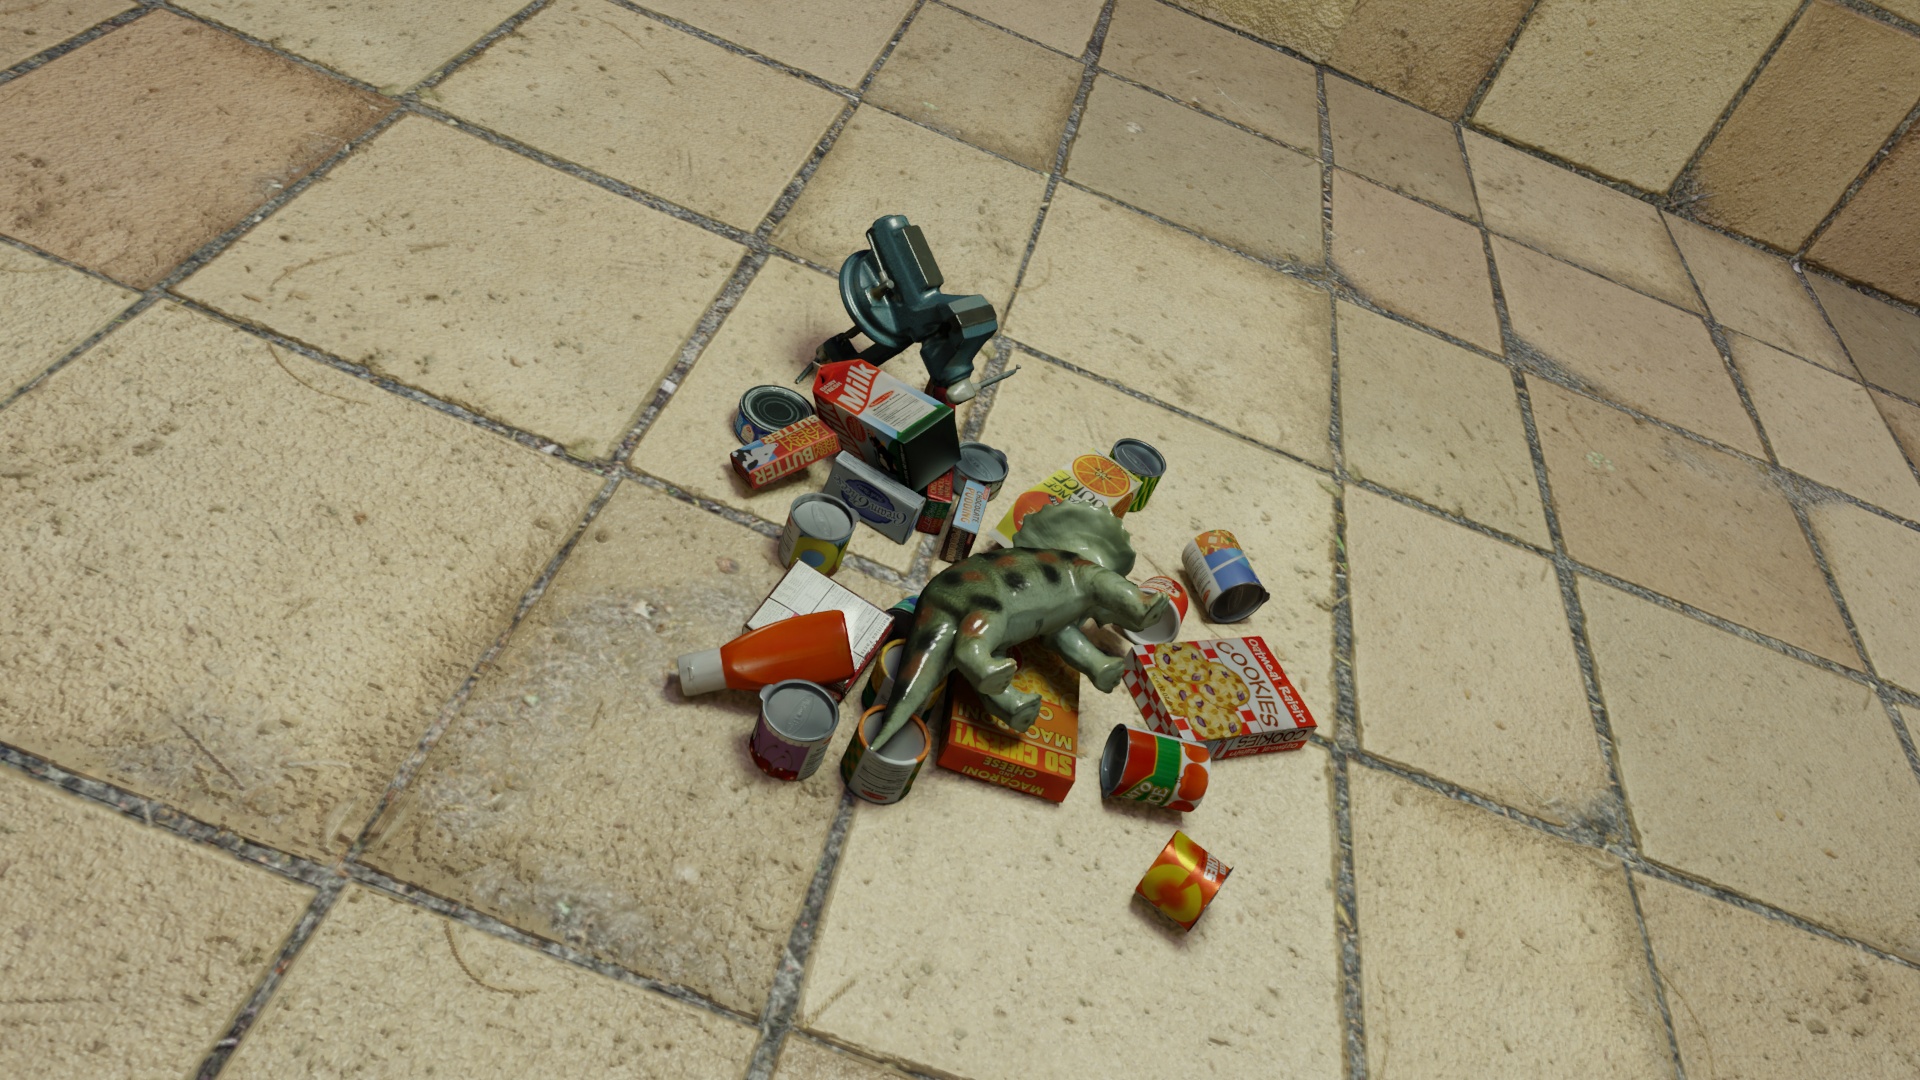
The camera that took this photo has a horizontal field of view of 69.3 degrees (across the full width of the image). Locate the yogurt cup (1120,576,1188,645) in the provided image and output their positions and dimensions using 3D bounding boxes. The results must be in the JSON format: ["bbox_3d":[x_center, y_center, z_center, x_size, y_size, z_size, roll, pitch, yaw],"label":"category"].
[{"bbox_3d":[0.204,0.072,1.451,0.072,0.072,0.054,34,32,12],"label":"yogurt cup"}]

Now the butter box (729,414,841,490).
[{"bbox_3d":[-0.181,-0.092,1.434,0.104,0.024,0.053,-26,39,-19],"label":"butter box"}]

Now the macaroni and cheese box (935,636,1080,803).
[{"bbox_3d":[0.048,0.156,1.299,0.124,0.040,0.167,18,40,-8],"label":"macaroni and cheese box"}]

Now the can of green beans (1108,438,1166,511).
[{"bbox_3d":[0.197,-0.076,1.613,0.071,0.057,0.071,14,41,-12],"label":"can of green beans"}]

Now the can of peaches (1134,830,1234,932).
[{"bbox_3d":[0.193,0.291,1.197,0.058,0.070,0.071,35,41,15],"label":"can of peaches"}]

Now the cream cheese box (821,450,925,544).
[{"bbox_3d":[-0.091,-0.045,1.441,0.104,0.053,0.024,31,38,8],"label":"cream cheese box"}]

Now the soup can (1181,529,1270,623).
[{"bbox_3d":[0.290,0.039,1.525,0.071,0.071,0.084,2,44,-24],"label":"soup can"}]

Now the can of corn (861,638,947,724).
[{"bbox_3d":[-0.051,0.130,1.264,0.071,0.058,0.071,14,41,-12],"label":"can of corn"}]

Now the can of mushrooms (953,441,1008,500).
[{"bbox_3d":[0.020,-0.077,1.546,0.071,0.033,0.071,13,40,-12],"label":"can of mushrooms"}]

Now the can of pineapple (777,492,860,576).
[{"bbox_3d":[-0.140,-0.004,1.368,0.071,0.057,0.071,14,41,-12],"label":"can of pineapple"}]

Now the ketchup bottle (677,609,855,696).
[{"bbox_3d":[-0.169,0.104,1.212,0.149,0.043,0.065,-11,81,-7],"label":"ketchup bottle"}]

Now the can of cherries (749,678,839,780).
[{"bbox_3d":[-0.144,0.160,1.185,0.071,0.058,0.072,13,42,-12],"label":"can of cherries"}]

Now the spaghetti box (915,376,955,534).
[{"bbox_3d":[-0.026,-0.107,1.544,0.029,0.049,0.251,14,41,-11],"label":"spaghetti box"}]

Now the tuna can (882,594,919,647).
[{"bbox_3d":[-0.040,0.087,1.308,0.071,0.070,0.033,39,41,17],"label":"tuna can"}]

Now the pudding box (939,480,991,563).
[{"bbox_3d":[0.005,-0.018,1.462,0.030,0.049,0.084,21,39,-2],"label":"pudding box"}]

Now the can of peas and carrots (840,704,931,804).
[{"bbox_3d":[-0.065,0.182,1.200,0.071,0.058,0.071,14,41,-12],"label":"can of peas and carrots"}]

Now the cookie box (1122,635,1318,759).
[{"bbox_3d":[0.260,0.158,1.400,0.168,0.040,0.123,-2,46,-28],"label":"cookie box"}]

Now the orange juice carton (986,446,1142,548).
[{"bbox_3d":[0.109,-0.024,1.501,0.072,0.072,0.193,39,42,17],"label":"orange juice carton"}]

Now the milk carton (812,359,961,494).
[{"bbox_3d":[-0.092,-0.131,1.486,0.074,0.072,0.191,-37,49,-27],"label":"milk carton"}]

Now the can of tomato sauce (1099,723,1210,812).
[{"bbox_3d":[0.179,0.212,1.282,0.083,0.070,0.071,15,40,-12],"label":"can of tomato sauce"}]
